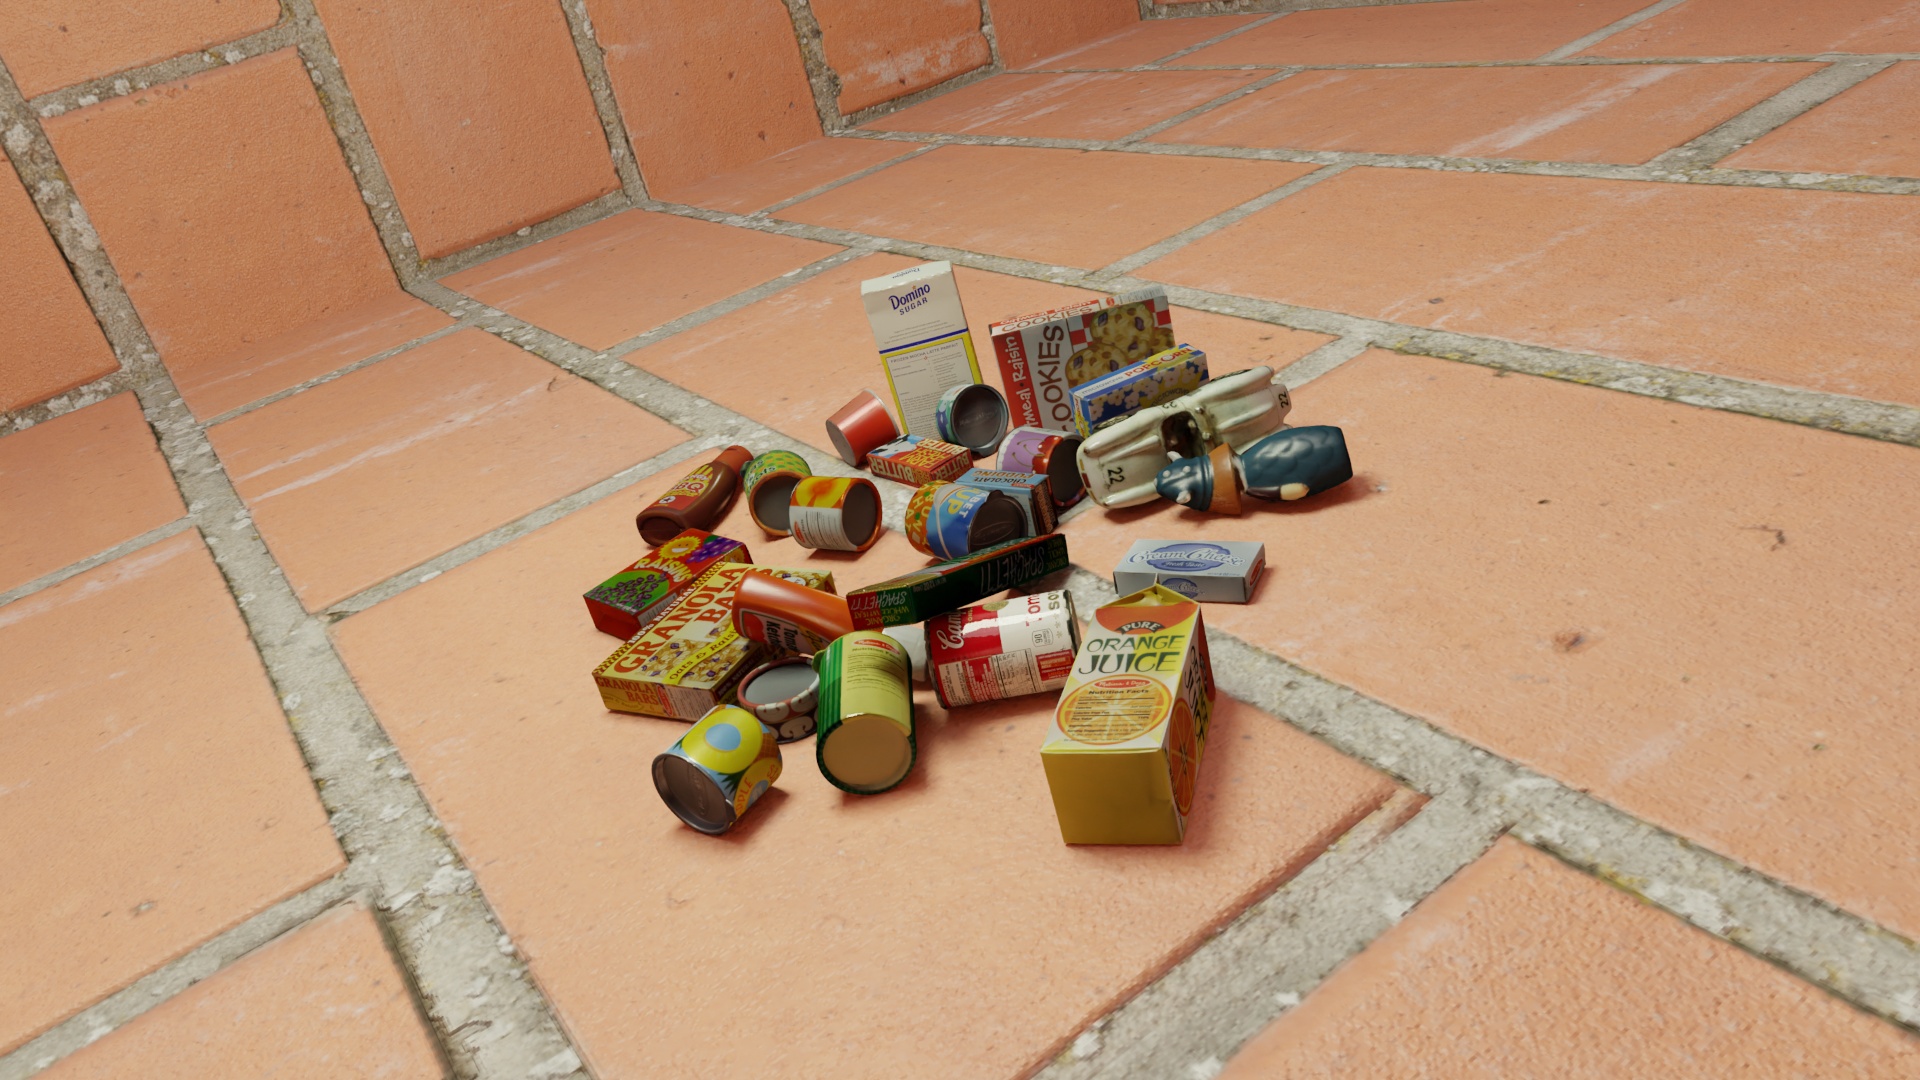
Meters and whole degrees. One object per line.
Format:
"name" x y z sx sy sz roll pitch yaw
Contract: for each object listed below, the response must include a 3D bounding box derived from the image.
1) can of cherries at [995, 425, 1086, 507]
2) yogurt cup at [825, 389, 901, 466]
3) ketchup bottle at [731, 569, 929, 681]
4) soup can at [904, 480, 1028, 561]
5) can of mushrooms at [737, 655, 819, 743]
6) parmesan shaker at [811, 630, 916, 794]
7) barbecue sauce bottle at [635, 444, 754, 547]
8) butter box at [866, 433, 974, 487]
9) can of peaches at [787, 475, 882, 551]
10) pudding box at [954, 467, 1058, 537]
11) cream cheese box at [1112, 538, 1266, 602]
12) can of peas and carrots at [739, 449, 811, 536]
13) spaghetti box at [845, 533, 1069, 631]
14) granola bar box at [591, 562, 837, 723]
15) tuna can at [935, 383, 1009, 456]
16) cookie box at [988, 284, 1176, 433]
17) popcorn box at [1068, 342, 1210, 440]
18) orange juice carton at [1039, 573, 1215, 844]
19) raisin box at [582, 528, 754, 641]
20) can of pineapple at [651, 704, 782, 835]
"can of cherries" 0.073 -0.062 1.215 0.058 0.071 0.072 12 37 42
"yogurt cup" -0.100 -0.111 1.402 0.054 0.072 0.072 -33 30 -17
"ketchup bottle" -0.091 0.065 1.019 0.149 0.064 0.044 15 60 9
"soup can" 0.004 -0.014 1.146 0.071 0.071 0.084 -32 31 -31
"can of mushrooms" -0.128 0.115 1.005 0.071 0.033 0.071 -12 27 6
"parmesan shaker" -0.067 0.115 0.934 0.071 0.071 0.103 -14 27 3
"barbecue sauce bottle" -0.256 -0.046 1.377 0.065 0.043 0.149 -2 29 27
"butter box" -0.039 -0.076 1.344 0.053 0.024 0.103 -31 31 -31
"can of peaches" -0.109 -0.026 1.233 0.058 0.071 0.071 3 32 32
"pudding box" 0.039 -0.032 1.188 0.083 0.049 0.030 7 32 37
"cream cheese box" 0.172 0.022 1.040 0.104 0.024 0.054 1 29 29
"can of peas and carrots" -0.170 -0.046 1.302 0.071 0.070 0.059 -18 27 -6
"spaghetti box" 0.007 0.027 1.008 0.050 0.028 0.251 -9 4 30
"granola bar box" -0.190 0.079 1.102 0.124 0.039 0.166 3 32 31
"tuna can" 0.012 -0.117 1.352 0.071 0.071 0.033 -28 18 -25
"cookie box" 0.121 -0.161 1.315 0.167 0.122 0.040 -12 25 6
"popcorn box" 0.164 -0.114 1.241 0.127 0.085 0.038 -23 28 -17
"orange juice carton" 0.112 0.099 0.867 0.073 0.071 0.194 -4 28 21
"raisin box" -0.252 0.040 1.211 0.086 0.040 0.124 12 38 44
"can of pineapple" -0.158 0.151 0.915 0.071 0.070 0.058 5 32 35
